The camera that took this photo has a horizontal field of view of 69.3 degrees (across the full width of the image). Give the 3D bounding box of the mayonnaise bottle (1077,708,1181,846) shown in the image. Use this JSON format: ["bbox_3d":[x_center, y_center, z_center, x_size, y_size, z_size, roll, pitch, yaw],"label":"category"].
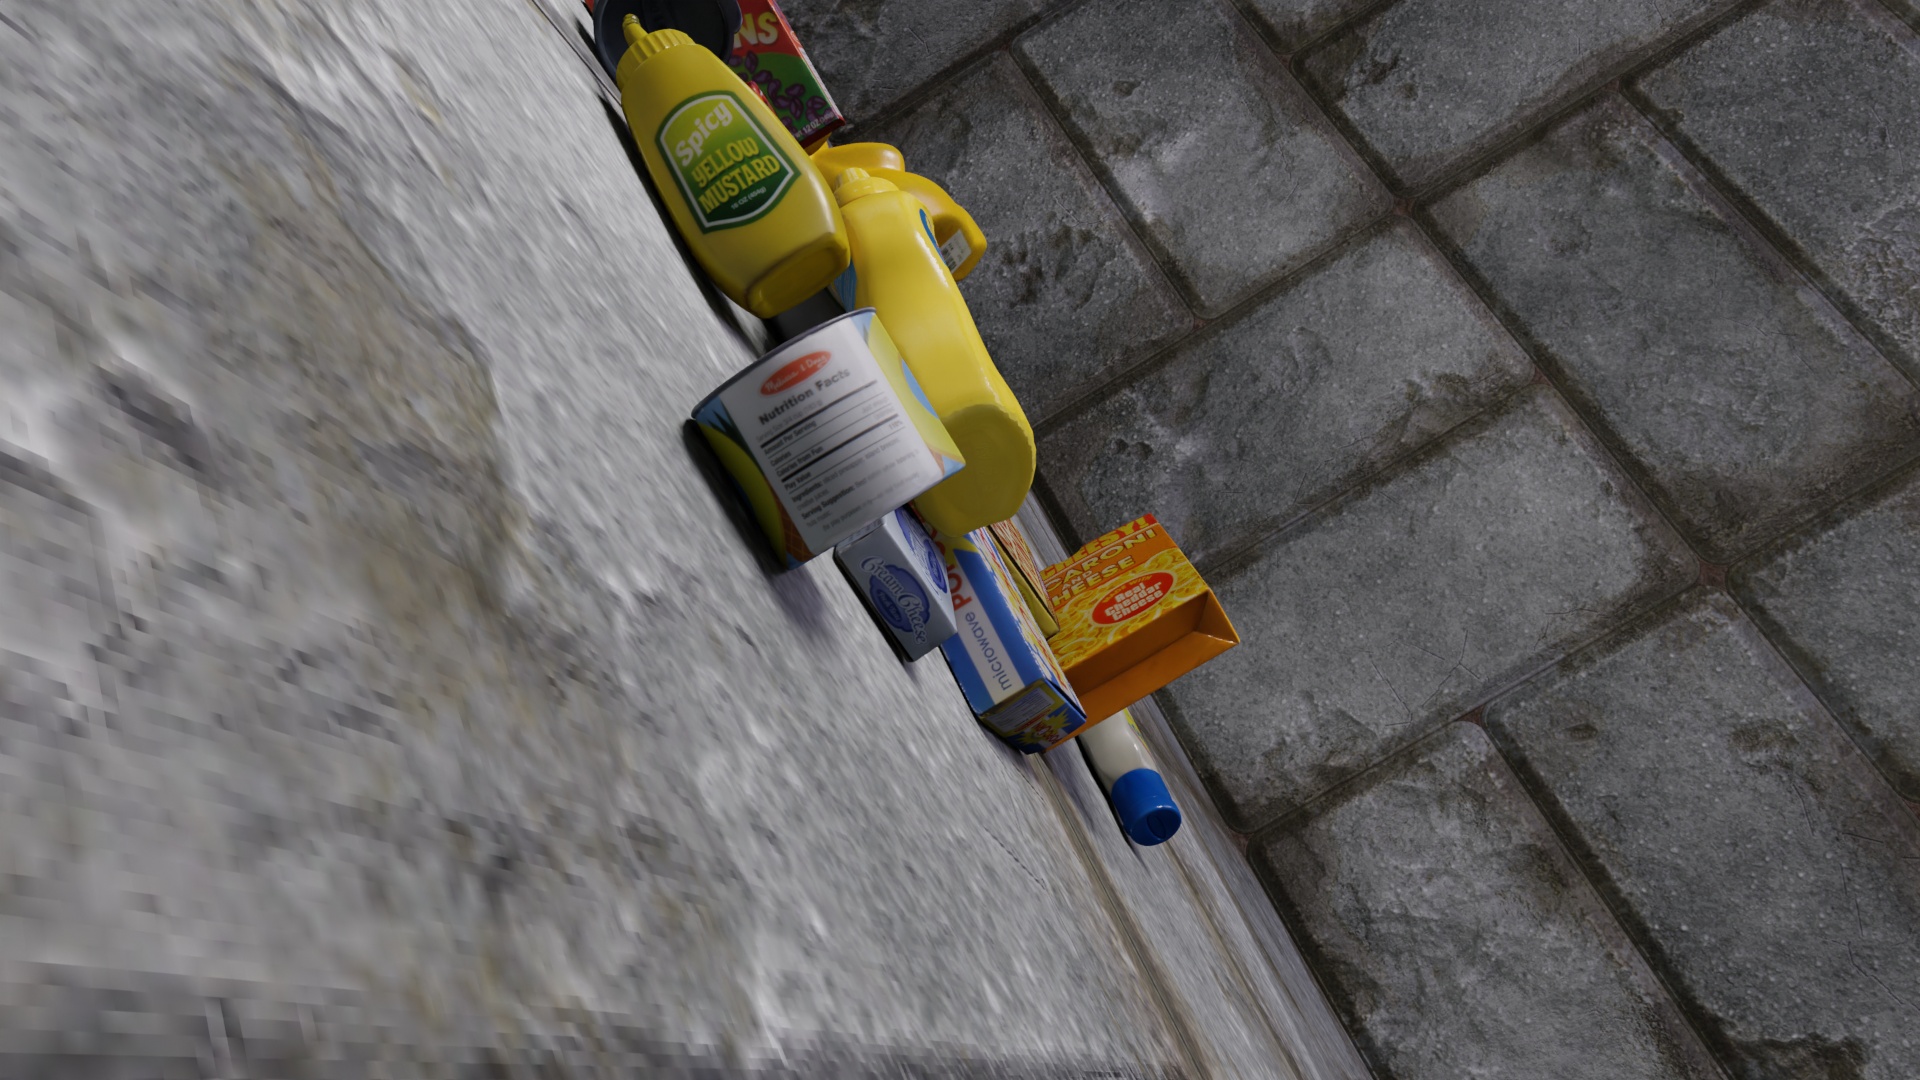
[{"bbox_3d":[0.109,0.145,0.958,0.064,0.041,0.149,57,5,-37],"label":"mayonnaise bottle"}]

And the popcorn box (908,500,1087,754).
[{"bbox_3d":[0.010,0.035,0.675,0.127,0.038,0.085,62,7,26],"label":"popcorn box"}]

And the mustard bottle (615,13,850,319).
[{"bbox_3d":[-0.111,-0.173,0.605,0.160,0.065,0.048,55,-5,14],"label":"mustard bottle"}]

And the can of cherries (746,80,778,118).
[{"bbox_3d":[-0.108,-0.180,0.670,0.071,0.058,0.071,59,5,-9],"label":"can of cherries"}]

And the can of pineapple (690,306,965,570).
[{"bbox_3d":[-0.040,-0.031,0.433,0.058,0.071,0.071,59,5,-2],"label":"can of pineapple"}]

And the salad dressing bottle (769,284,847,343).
[{"bbox_3d":[-0.059,-0.090,0.702,0.148,0.044,0.064,60,8,12],"label":"salad dressing bottle"}]

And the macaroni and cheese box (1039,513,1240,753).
[{"bbox_3d":[0.082,0.047,0.814,0.040,0.124,0.167,59,5,-15],"label":"macaroni and cheese box"}]

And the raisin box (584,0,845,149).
[{"bbox_3d":[-0.130,-0.257,0.745,0.123,0.086,0.040,58,7,-9],"label":"raisin box"}]

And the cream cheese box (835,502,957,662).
[{"bbox_3d":[-0.027,0.007,0.569,0.053,0.024,0.104,56,6,-15],"label":"cream cheese box"}]

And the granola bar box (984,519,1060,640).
[{"bbox_3d":[0.003,-0.010,0.827,0.124,0.039,0.166,55,6,-14],"label":"granola bar box"}]

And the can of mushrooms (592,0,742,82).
[{"bbox_3d":[-0.143,-0.251,0.676,0.070,0.071,0.033,55,4,-36],"label":"can of mushrooms"}]
